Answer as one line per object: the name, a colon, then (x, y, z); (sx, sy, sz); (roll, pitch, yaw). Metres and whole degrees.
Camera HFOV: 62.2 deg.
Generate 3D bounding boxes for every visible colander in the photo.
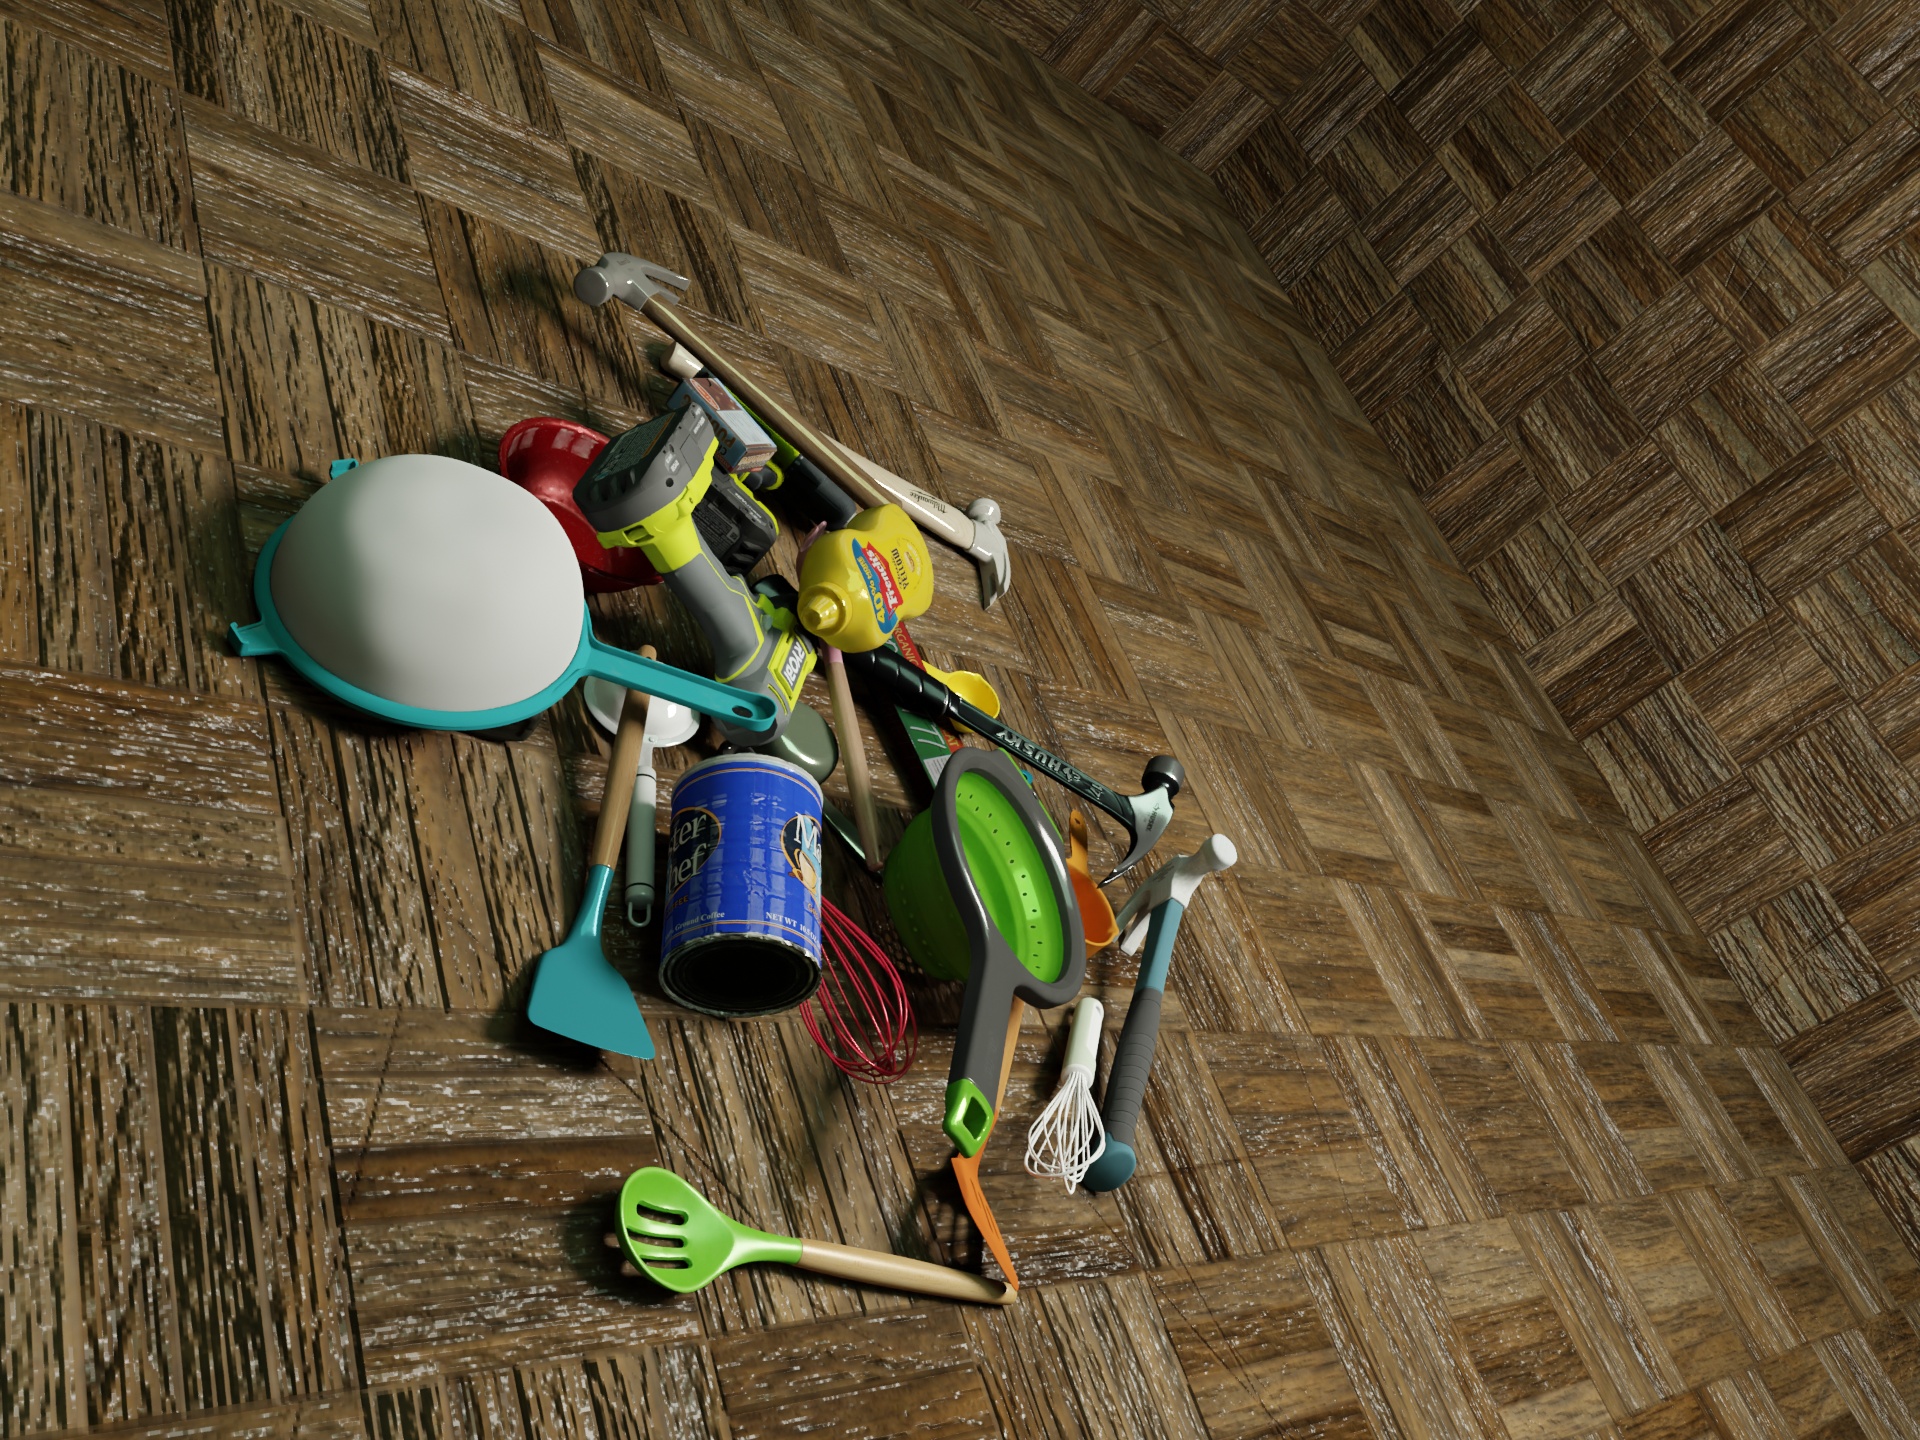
colander: (-0.004, 0.169, 1.128); (0.204, 0.094, 0.397); (57, 22, -21)

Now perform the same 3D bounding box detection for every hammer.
hammer: (-0.182, -0.288, 1.390); (0.331, 0.031, 0.130); (40, 26, -10)
hammer: (0.149, 0.233, 1.287); (0.033, 0.128, 0.331); (39, 40, -14)
hammer: (-0.113, -0.249, 1.565); (0.410, 0.038, 0.146); (28, 37, -30)
hammer: (-0.002, -0.004, 1.344); (0.409, 0.036, 0.149); (31, 48, -4)

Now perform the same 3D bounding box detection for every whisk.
whisk: (-0.110, 0.127, 1.117); (0.073, 0.073, 0.296); (9, 42, -48)
whisk: (0.087, 0.271, 1.188); (0.246, 0.059, 0.057); (-62, 132, -70)

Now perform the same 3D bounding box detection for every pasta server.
pasta server: (-0.089, -0.024, 1.257); (0.060, 0.040, 0.317); (32, 36, -49)

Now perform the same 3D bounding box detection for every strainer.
strainer: (-0.218, 0.033, 1.101); (0.086, 0.050, 0.259); (12, 46, -23)
strainer: (-0.269, -0.080, 1.019); (0.340, 0.095, 0.211); (20, 41, -13)

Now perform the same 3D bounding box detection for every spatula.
spatula: (-0.219, 0.071, 1.022); (0.082, 0.044, 0.318); (25, 47, -27)
spatula: (0.032, 0.266, 1.152); (0.081, 0.041, 0.323); (63, 22, -23)

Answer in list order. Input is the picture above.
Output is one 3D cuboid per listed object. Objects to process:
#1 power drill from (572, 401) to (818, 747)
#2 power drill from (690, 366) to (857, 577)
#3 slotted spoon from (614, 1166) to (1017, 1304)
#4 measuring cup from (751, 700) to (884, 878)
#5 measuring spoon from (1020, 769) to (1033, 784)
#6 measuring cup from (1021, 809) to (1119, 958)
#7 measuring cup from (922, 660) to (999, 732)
power drill: (-0.182, -0.112, 1.181); (0.223, 0.080, 0.171); (61, 22, -27)
power drill: (-0.188, -0.206, 1.380); (0.190, 0.080, 0.229); (41, 28, -10)
slotted spoon: (-0.080, 0.325, 0.954); (0.313, 0.031, 0.070); (26, 37, -37)
measuring cup: (-0.099, 0.052, 1.229); (0.167, 0.038, 0.083); (48, 30, 5)
measuring spoon: (0.033, 0.052, 1.418); (0.128, 0.021, 0.042); (-7, 61, -54)
measuring cup: (0.084, 0.140, 1.356); (0.095, 0.052, 0.174); (38, 27, -17)
measuring cup: (-0.038, -0.037, 1.436); (0.156, 0.029, 0.062); (28, 42, -10)
